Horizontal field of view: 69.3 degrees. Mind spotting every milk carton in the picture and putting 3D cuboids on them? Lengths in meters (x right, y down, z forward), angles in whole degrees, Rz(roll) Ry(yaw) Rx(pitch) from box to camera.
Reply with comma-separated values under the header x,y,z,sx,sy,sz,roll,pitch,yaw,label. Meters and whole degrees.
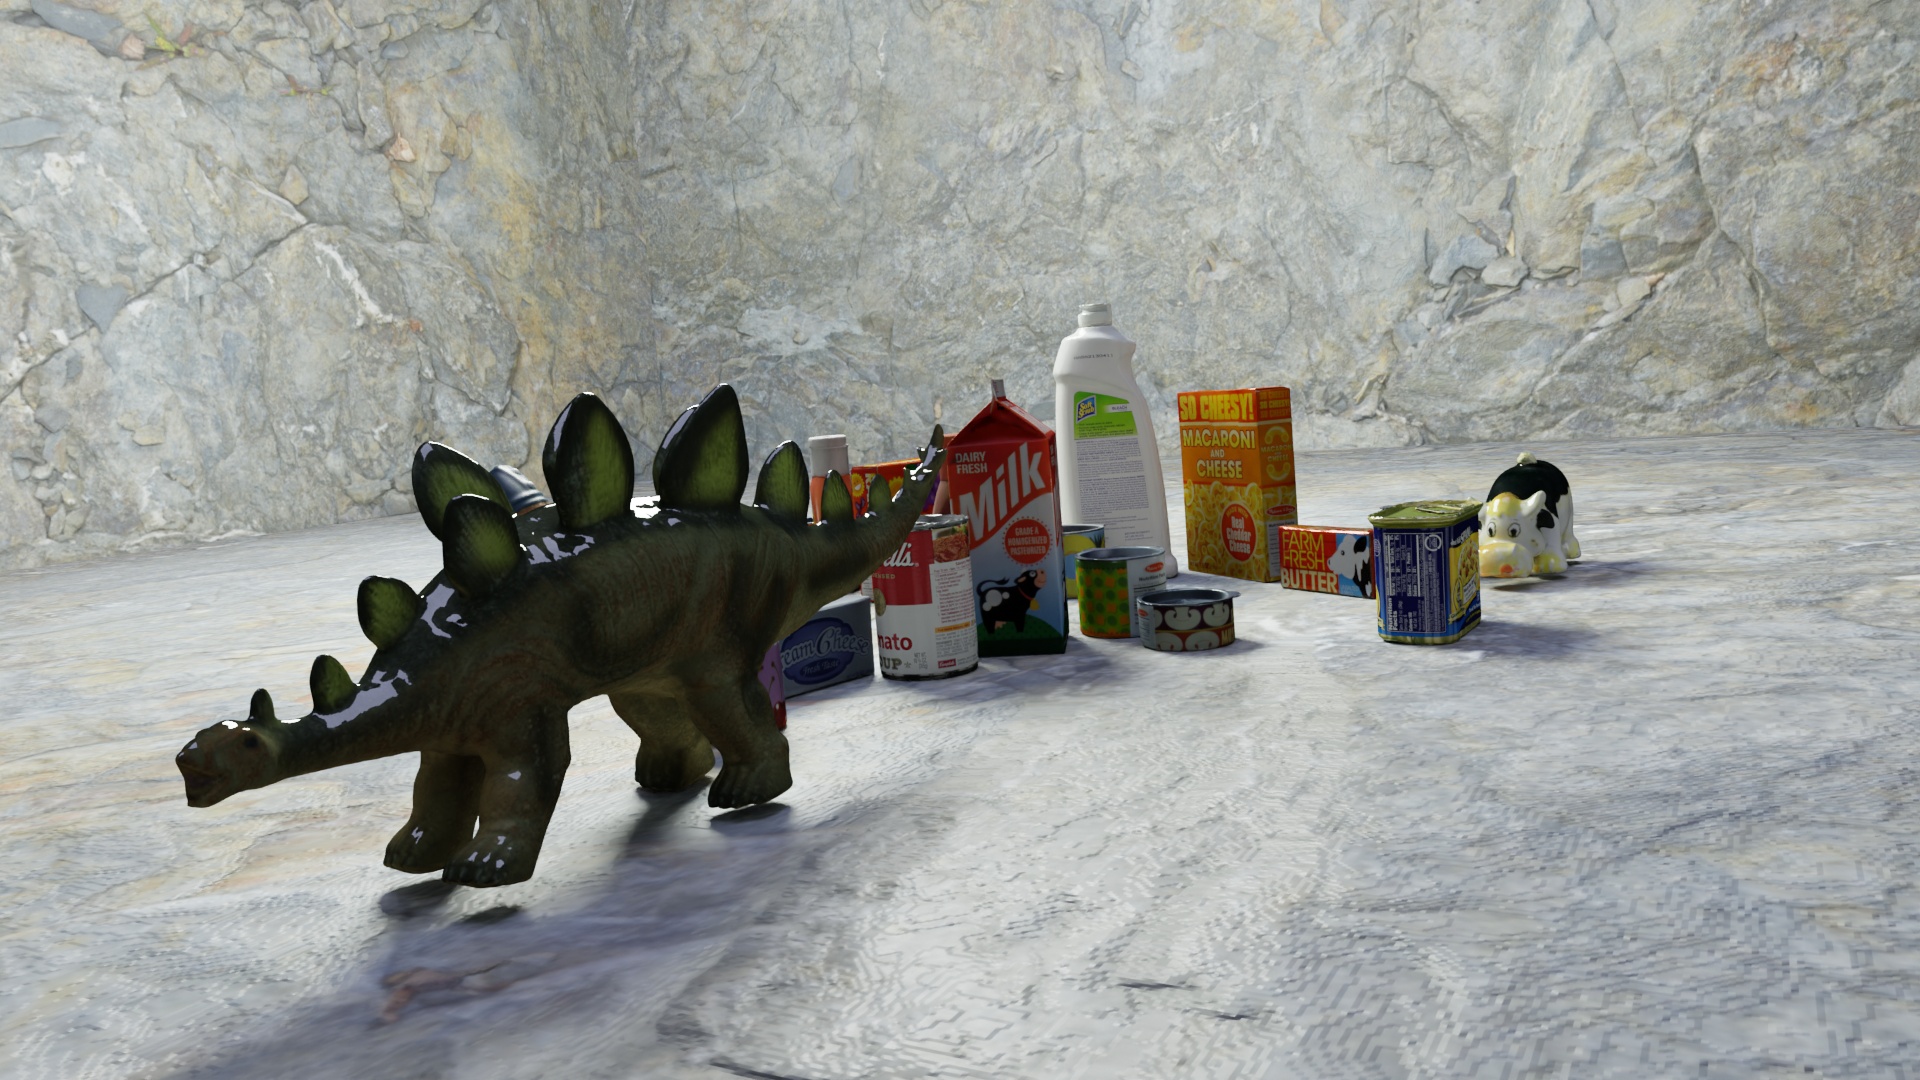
x,y,z,sx,sy,sz,roll,pitch,yaw,label
0.033,-0.018,0.977,0.073,0.190,0.072,-4,6,8,milk carton

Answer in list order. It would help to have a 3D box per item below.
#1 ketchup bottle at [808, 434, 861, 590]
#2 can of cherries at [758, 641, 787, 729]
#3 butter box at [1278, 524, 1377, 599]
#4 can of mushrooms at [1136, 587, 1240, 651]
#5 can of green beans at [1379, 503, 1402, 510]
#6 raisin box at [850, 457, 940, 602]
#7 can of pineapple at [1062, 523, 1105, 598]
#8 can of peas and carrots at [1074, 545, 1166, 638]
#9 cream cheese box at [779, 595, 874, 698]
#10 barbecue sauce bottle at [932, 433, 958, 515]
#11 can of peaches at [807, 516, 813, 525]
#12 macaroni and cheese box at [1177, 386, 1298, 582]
x,y,z,sx,sy,sz,roll,pitch,yaw,label
-0.120,-0.026,1.331,0.043,0.148,0.065,-4,6,0,ketchup bottle
-0.137,0.081,0.796,0.071,0.058,0.071,-4,6,1,can of cherries
0.299,0.015,1.113,0.024,0.053,0.103,-8,7,-30,butter box
0.158,0.054,0.956,0.071,0.033,0.071,-4,6,1,can of mushrooms
0.390,0.000,1.168,0.071,0.057,0.071,-4,6,1,can of green beans
-0.052,-0.011,1.261,0.086,0.123,0.040,-10,8,-44,raisin box
0.096,0.017,1.208,0.071,0.057,0.071,-4,6,1,can of pineapple
0.117,0.037,1.018,0.071,0.058,0.071,-4,6,1,can of peas and carrots
-0.100,0.070,0.898,0.024,0.053,0.104,1,8,43,cream cheese box
0.004,-0.014,1.147,0.065,0.148,0.044,-4,6,1,barbecue sauce bottle
-0.149,0.005,1.475,0.071,0.058,0.071,-4,6,1,can of peaches
0.247,-0.052,1.238,0.040,0.166,0.123,-7,7,-24,macaroni and cheese box
